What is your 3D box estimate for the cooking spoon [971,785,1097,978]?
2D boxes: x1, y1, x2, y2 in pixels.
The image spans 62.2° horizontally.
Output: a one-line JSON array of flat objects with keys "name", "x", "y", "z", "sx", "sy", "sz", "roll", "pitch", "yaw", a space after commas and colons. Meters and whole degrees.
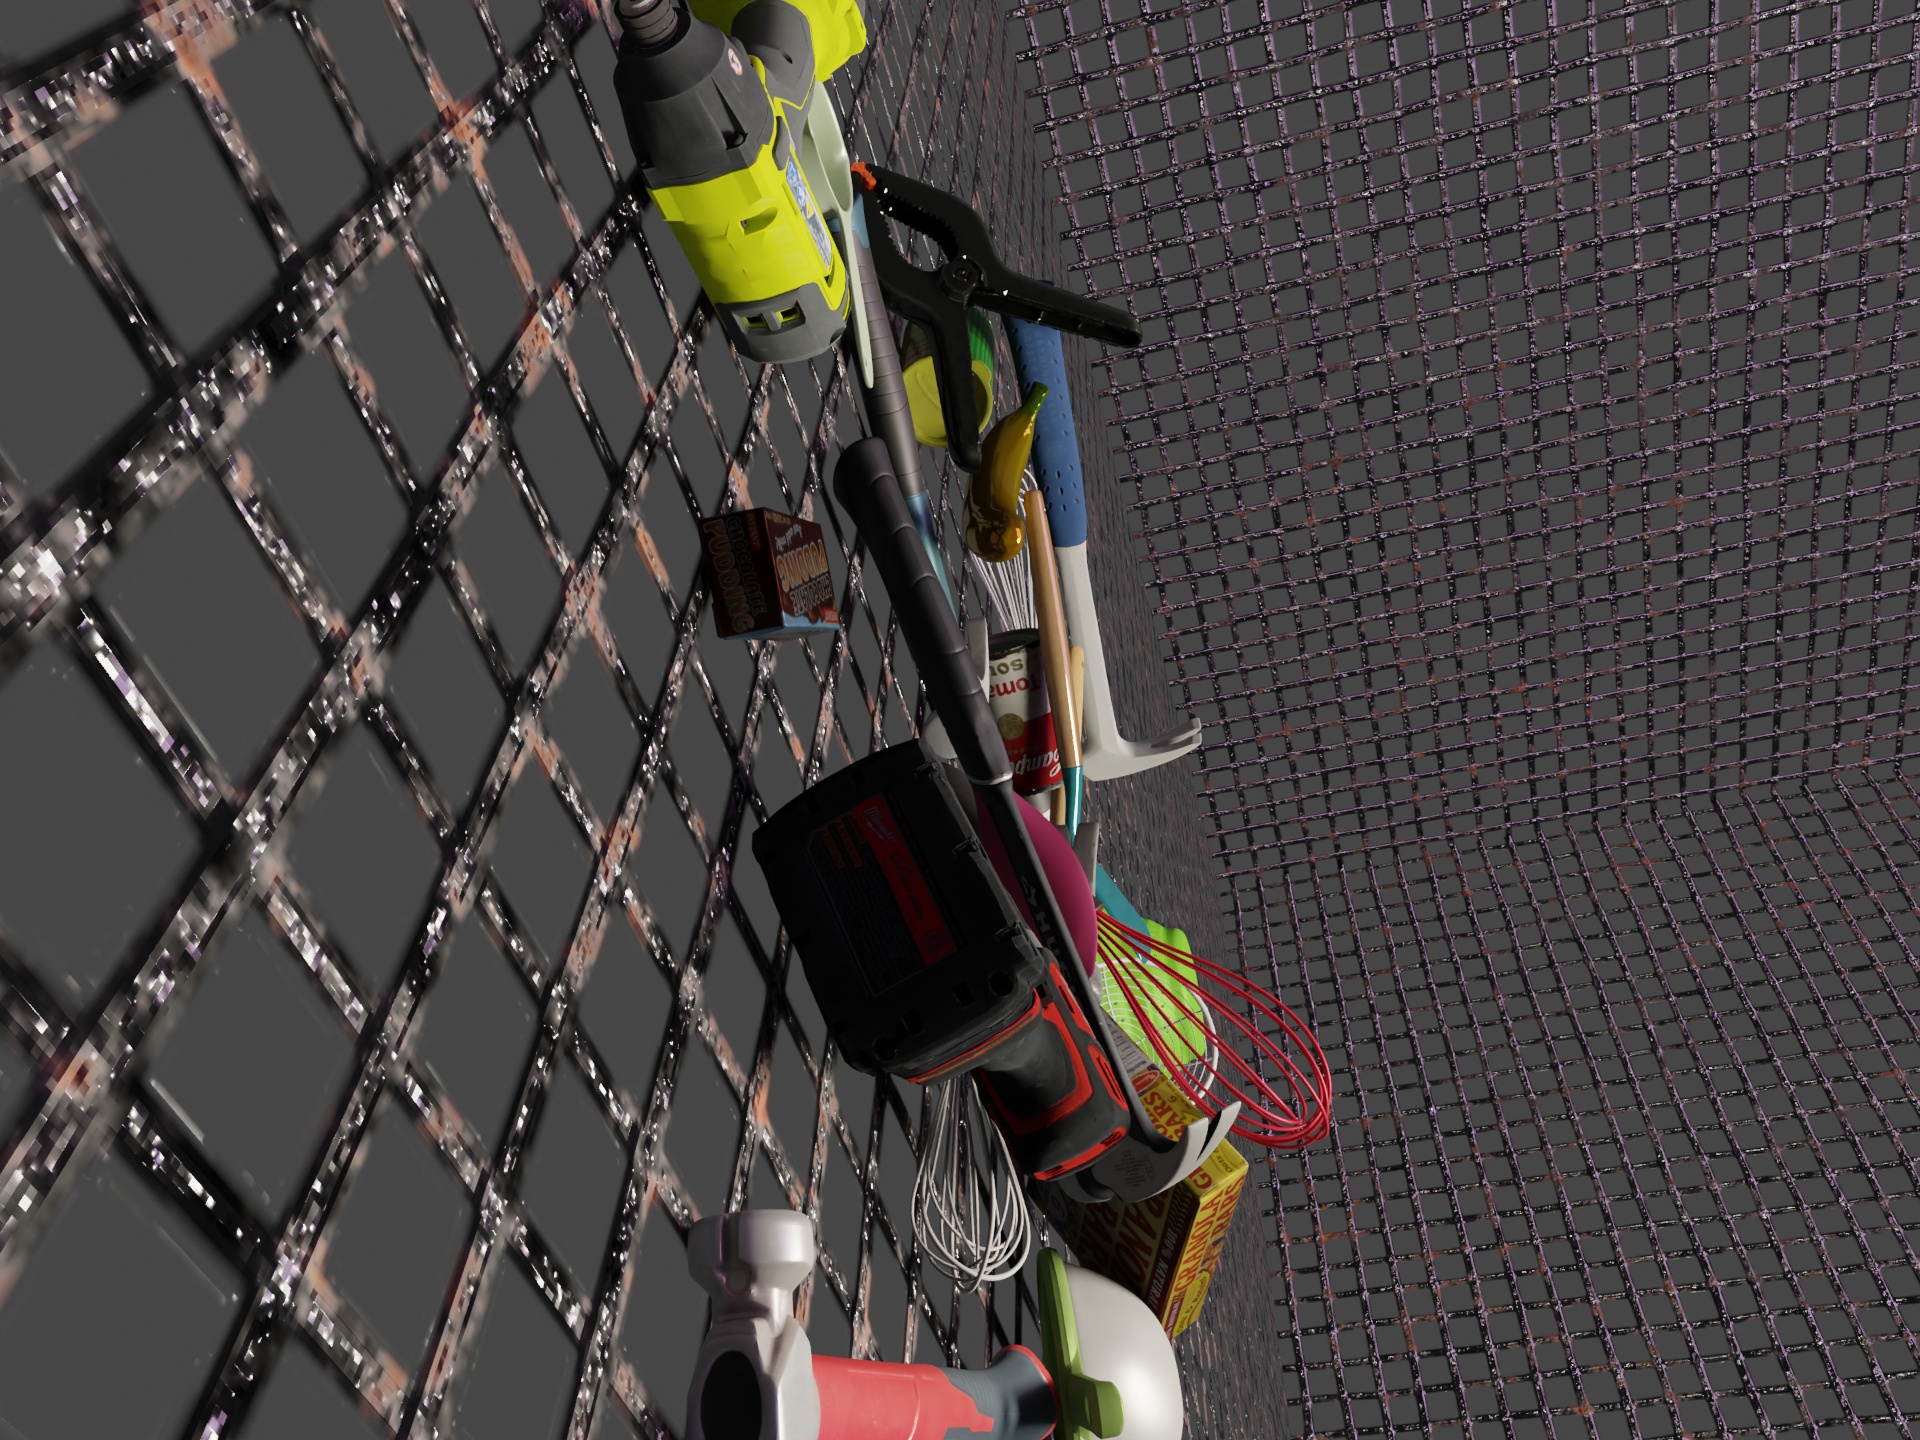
[{"name": "cooking spoon", "x": -0.001, "y": -0.003, "z": 0.871, "sx": 0.017, "sy": 0.069, "sz": 0.319, "roll": -10, "pitch": 76, "yaw": -59}]

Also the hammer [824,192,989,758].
[{"name": "hammer", "x": -0.034, "y": -0.150, "z": 0.962, "sx": 0.128, "sy": 0.033, "sz": 0.331, "roll": -60, "pitch": 137, "yaw": -72}]

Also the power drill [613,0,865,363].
[{"name": "power drill", "x": -0.096, "y": -0.293, "z": 0.694, "sx": 0.171, "sy": 0.080, "sz": 0.223, "roll": 62, "pitch": 23, "yaw": -55}]

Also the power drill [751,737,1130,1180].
[{"name": "power drill", "x": -0.006, "y": 0.091, "z": 0.688, "sx": 0.188, "sy": 0.080, "sz": 0.226, "roll": 62, "pitch": 3, "yaw": 30}]

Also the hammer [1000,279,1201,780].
[{"name": "hammer", "x": 0.087, "y": -0.123, "z": 1.170, "sx": 0.035, "sy": 0.144, "sz": 0.405, "roll": -83, "pitch": 164, "yaw": -55}]

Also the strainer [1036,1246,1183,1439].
[{"name": "strainer", "x": 0.085, "y": 0.343, "z": 0.815, "sx": 0.256, "sy": 0.069, "sz": 0.152, "roll": 94, "pitch": -11, "yaw": -70}]

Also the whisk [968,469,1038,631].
[{"name": "whisk", "x": 0.052, "y": -0.070, "z": 1.267, "sx": 0.070, "sy": 0.070, "sz": 0.284, "roll": -80, "pitch": 161, "yaw": -62}]

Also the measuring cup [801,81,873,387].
[{"name": "measuring cup", "x": -0.078, "y": -0.258, "z": 0.846, "sx": 0.083, "sy": 0.038, "sz": 0.167, "roll": -38, "pitch": 119, "yaw": -78}]

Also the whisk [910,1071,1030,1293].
[{"name": "whisk", "x": 0.001, "y": 0.169, "z": 0.795, "sx": 0.247, "sy": 0.057, "sz": 0.059, "roll": -95, "pitch": -158, "yaw": -48}]

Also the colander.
[{"name": "colander", "x": 0.134, "y": 0.177, "z": 1.317, "sx": 0.205, "sy": 0.094, "sz": 0.396, "roll": -86, "pitch": 162, "yaw": -52}]

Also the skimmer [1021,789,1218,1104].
[{"name": "skimmer", "x": 0.095, "y": 0.126, "z": 1.183, "sx": 0.090, "sy": 0.127, "sz": 0.363, "roll": 8, "pitch": -58, "yaw": 54}]

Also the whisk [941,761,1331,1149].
[{"name": "whisk", "x": 0.086, "y": 0.122, "z": 0.872, "sx": 0.296, "sy": 0.073, "sz": 0.073, "roll": 42, "pitch": 1, "yaw": 16}]

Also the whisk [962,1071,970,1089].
[{"name": "whisk", "x": 0.030, "y": 0.161, "z": 0.953, "sx": 0.245, "sy": 0.051, "sz": 0.047, "roll": -51, "pitch": 123, "yaw": -80}]

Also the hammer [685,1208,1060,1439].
[{"name": "hammer", "x": -0.015, "y": 0.284, "z": 0.614, "sx": 0.386, "sy": 0.038, "sz": 0.143, "roll": 57, "pitch": 26, "yaw": -62}]

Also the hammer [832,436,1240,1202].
[{"name": "hammer", "x": 0.022, "y": 0.043, "z": 0.804, "sx": 0.149, "sy": 0.036, "sz": 0.409, "roll": -39, "pitch": -109, "yaw": 61}]

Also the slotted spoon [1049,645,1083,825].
[{"name": "slotted spoon", "x": 0.071, "y": 0.092, "z": 1.128, "sx": 0.070, "sy": 0.031, "sz": 0.314, "roll": 56, "pitch": 36, "yaw": -63}]

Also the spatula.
[{"name": "spatula", "x": 0.081, "y": 0.003, "z": 1.057, "sx": 0.082, "sy": 0.044, "sz": 0.317, "roll": -29, "pitch": 111, "yaw": -78}]

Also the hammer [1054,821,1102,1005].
[{"name": "hammer", "x": 0.089, "y": 0.243, "z": 1.043, "sx": 0.149, "sy": 0.037, "sz": 0.358, "roll": -84, "pitch": 168, "yaw": -53}]
